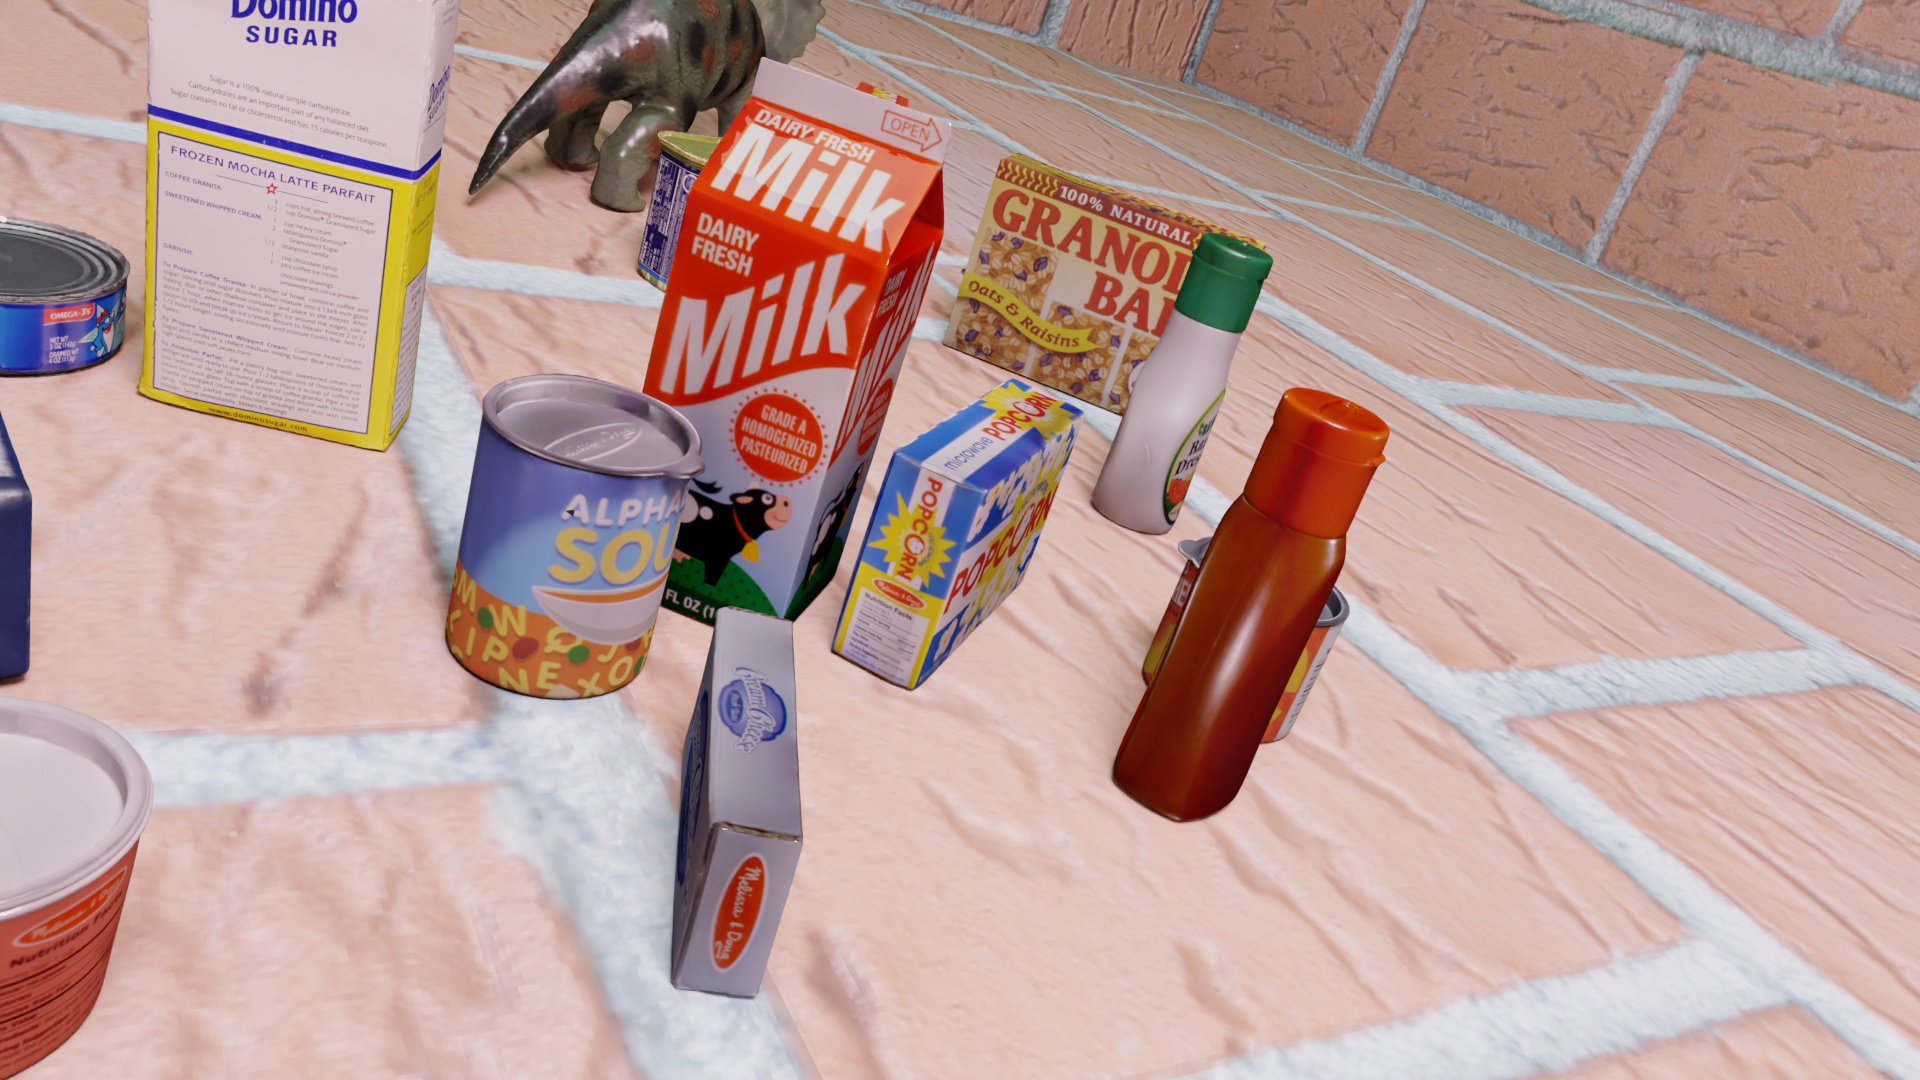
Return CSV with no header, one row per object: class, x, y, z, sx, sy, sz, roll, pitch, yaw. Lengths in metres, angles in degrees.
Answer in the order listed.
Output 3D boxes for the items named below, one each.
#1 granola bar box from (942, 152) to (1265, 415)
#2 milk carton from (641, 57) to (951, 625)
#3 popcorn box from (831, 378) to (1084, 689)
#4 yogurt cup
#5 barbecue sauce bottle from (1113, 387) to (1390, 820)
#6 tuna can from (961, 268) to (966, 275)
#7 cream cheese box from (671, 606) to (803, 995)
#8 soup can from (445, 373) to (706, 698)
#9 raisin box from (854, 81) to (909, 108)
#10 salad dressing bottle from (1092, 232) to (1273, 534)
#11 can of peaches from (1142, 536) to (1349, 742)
granola bar box,0.087,-0.151,0.854,0.166,0.123,0.039,23,24,10
milk carton,-0.062,-0.066,0.493,0.072,0.189,0.074,21,24,6
popcorn box,0.002,-0.007,0.541,0.038,0.084,0.127,24,25,13
yogurt cup,-0.200,0.071,0.275,0.072,0.053,0.073,15,24,-7
barbecue sauce bottle,0.100,0.022,0.474,0.044,0.147,0.065,30,26,23
tuna can,0.030,-0.157,0.937,0.071,0.032,0.071,15,25,-7
cream cheese box,-0.062,0.067,0.381,0.024,0.053,0.104,12,25,-15
soup can,-0.122,0.000,0.442,0.071,0.083,0.071,15,24,-7
raisin box,-0.068,-0.229,0.909,0.040,0.122,0.086,15,24,-8
salad dressing bottle,0.110,-0.077,0.688,0.044,0.147,0.064,27,25,17
can of peaches,0.111,0.038,0.556,0.071,0.057,0.071,15,24,-7
